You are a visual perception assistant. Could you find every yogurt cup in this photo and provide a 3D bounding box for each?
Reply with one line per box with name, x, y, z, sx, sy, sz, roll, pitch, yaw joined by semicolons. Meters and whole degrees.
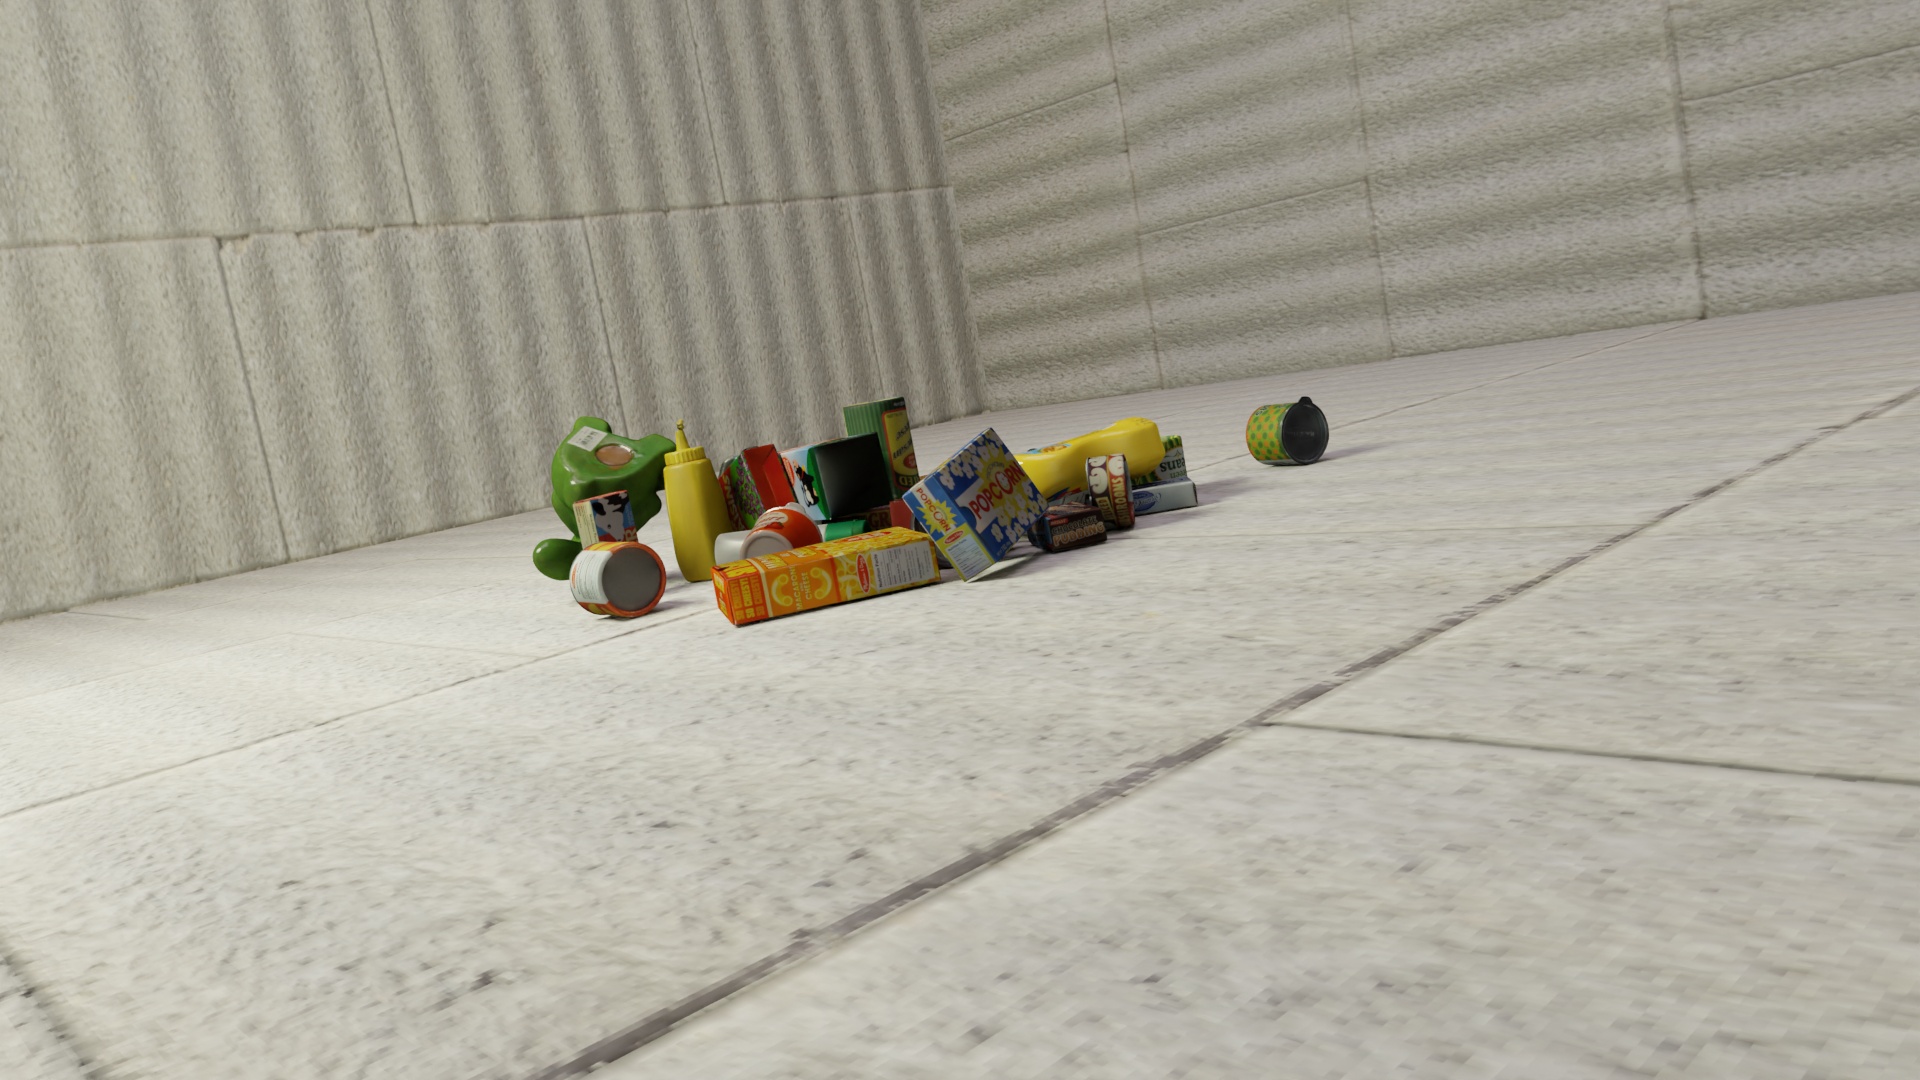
yogurt cup;-0.162;0.009;1.241;0.072;0.072;0.054;-8;15;16

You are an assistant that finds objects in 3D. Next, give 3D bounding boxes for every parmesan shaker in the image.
parmesan shaker;-0.082;-0.092;1.431;0.071;0.103;0.071;-11;7;1

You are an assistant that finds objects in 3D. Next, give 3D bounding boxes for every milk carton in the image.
milk carton;-0.146;-0.062;1.411;0.072;0.073;0.190;-17;7;-26

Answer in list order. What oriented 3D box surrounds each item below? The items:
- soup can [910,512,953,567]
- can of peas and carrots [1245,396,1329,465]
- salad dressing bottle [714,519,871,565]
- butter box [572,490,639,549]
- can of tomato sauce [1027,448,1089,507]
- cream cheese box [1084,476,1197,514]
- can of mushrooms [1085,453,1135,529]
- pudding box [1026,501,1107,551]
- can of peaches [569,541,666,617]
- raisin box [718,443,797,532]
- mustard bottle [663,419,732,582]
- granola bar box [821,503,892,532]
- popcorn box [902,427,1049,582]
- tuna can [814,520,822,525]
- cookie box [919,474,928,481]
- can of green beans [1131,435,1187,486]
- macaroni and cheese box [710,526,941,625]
soup can;0.004;-0.015;1.195;0.071;0.071;0.084;-6;7;29
can of peas and carrots;0.345;-0.115;1.469;0.071;0.071;0.058;-14;7;-28
salad dressing bottle;-0.159;0.007;1.330;0.147;0.044;0.064;-7;1;12
butter box;-0.329;0.008;1.309;0.024;0.103;0.053;-6;9;32
can of tomato sauce;0.105;-0.065;1.409;0.071;0.071;0.083;-3;9;43
cream cheese box;0.168;-0.039;1.304;0.104;0.024;0.053;-9;8;5
can of mushrooms;0.132;-0.042;1.218;0.033;0.071;0.071;-8;7;11
pudding box;0.088;-0.012;1.185;0.050;0.030;0.084;-12;7;-10
can of peaches;-0.298;0.034;1.220;0.071;0.071;0.058;-16;9;-38
raisin box;-0.212;-0.035;1.416;0.040;0.086;0.123;-17;-10;-34
mustard bottle;-0.264;-0.041;1.379;0.049;0.160;0.065;-10;5;16
granola bar box;-0.042;-0.027;1.440;0.165;0.039;0.124;-5;9;35
popcorn box;0.015;-0.031;1.114;0.038;0.085;0.127;-33;6;31
tuna can;-0.143;-0.039;1.541;0.071;0.071;0.033;-7;9;27
cookie box;-0.032;-0.053;1.620;0.123;0.040;0.167;-15;9;-34
can of green beans;0.193;-0.072;1.391;0.071;0.057;0.071;-10;7;1
macaroni and cheese box;-0.113;0.026;1.128;0.167;0.040;0.123;-12;7;-15
